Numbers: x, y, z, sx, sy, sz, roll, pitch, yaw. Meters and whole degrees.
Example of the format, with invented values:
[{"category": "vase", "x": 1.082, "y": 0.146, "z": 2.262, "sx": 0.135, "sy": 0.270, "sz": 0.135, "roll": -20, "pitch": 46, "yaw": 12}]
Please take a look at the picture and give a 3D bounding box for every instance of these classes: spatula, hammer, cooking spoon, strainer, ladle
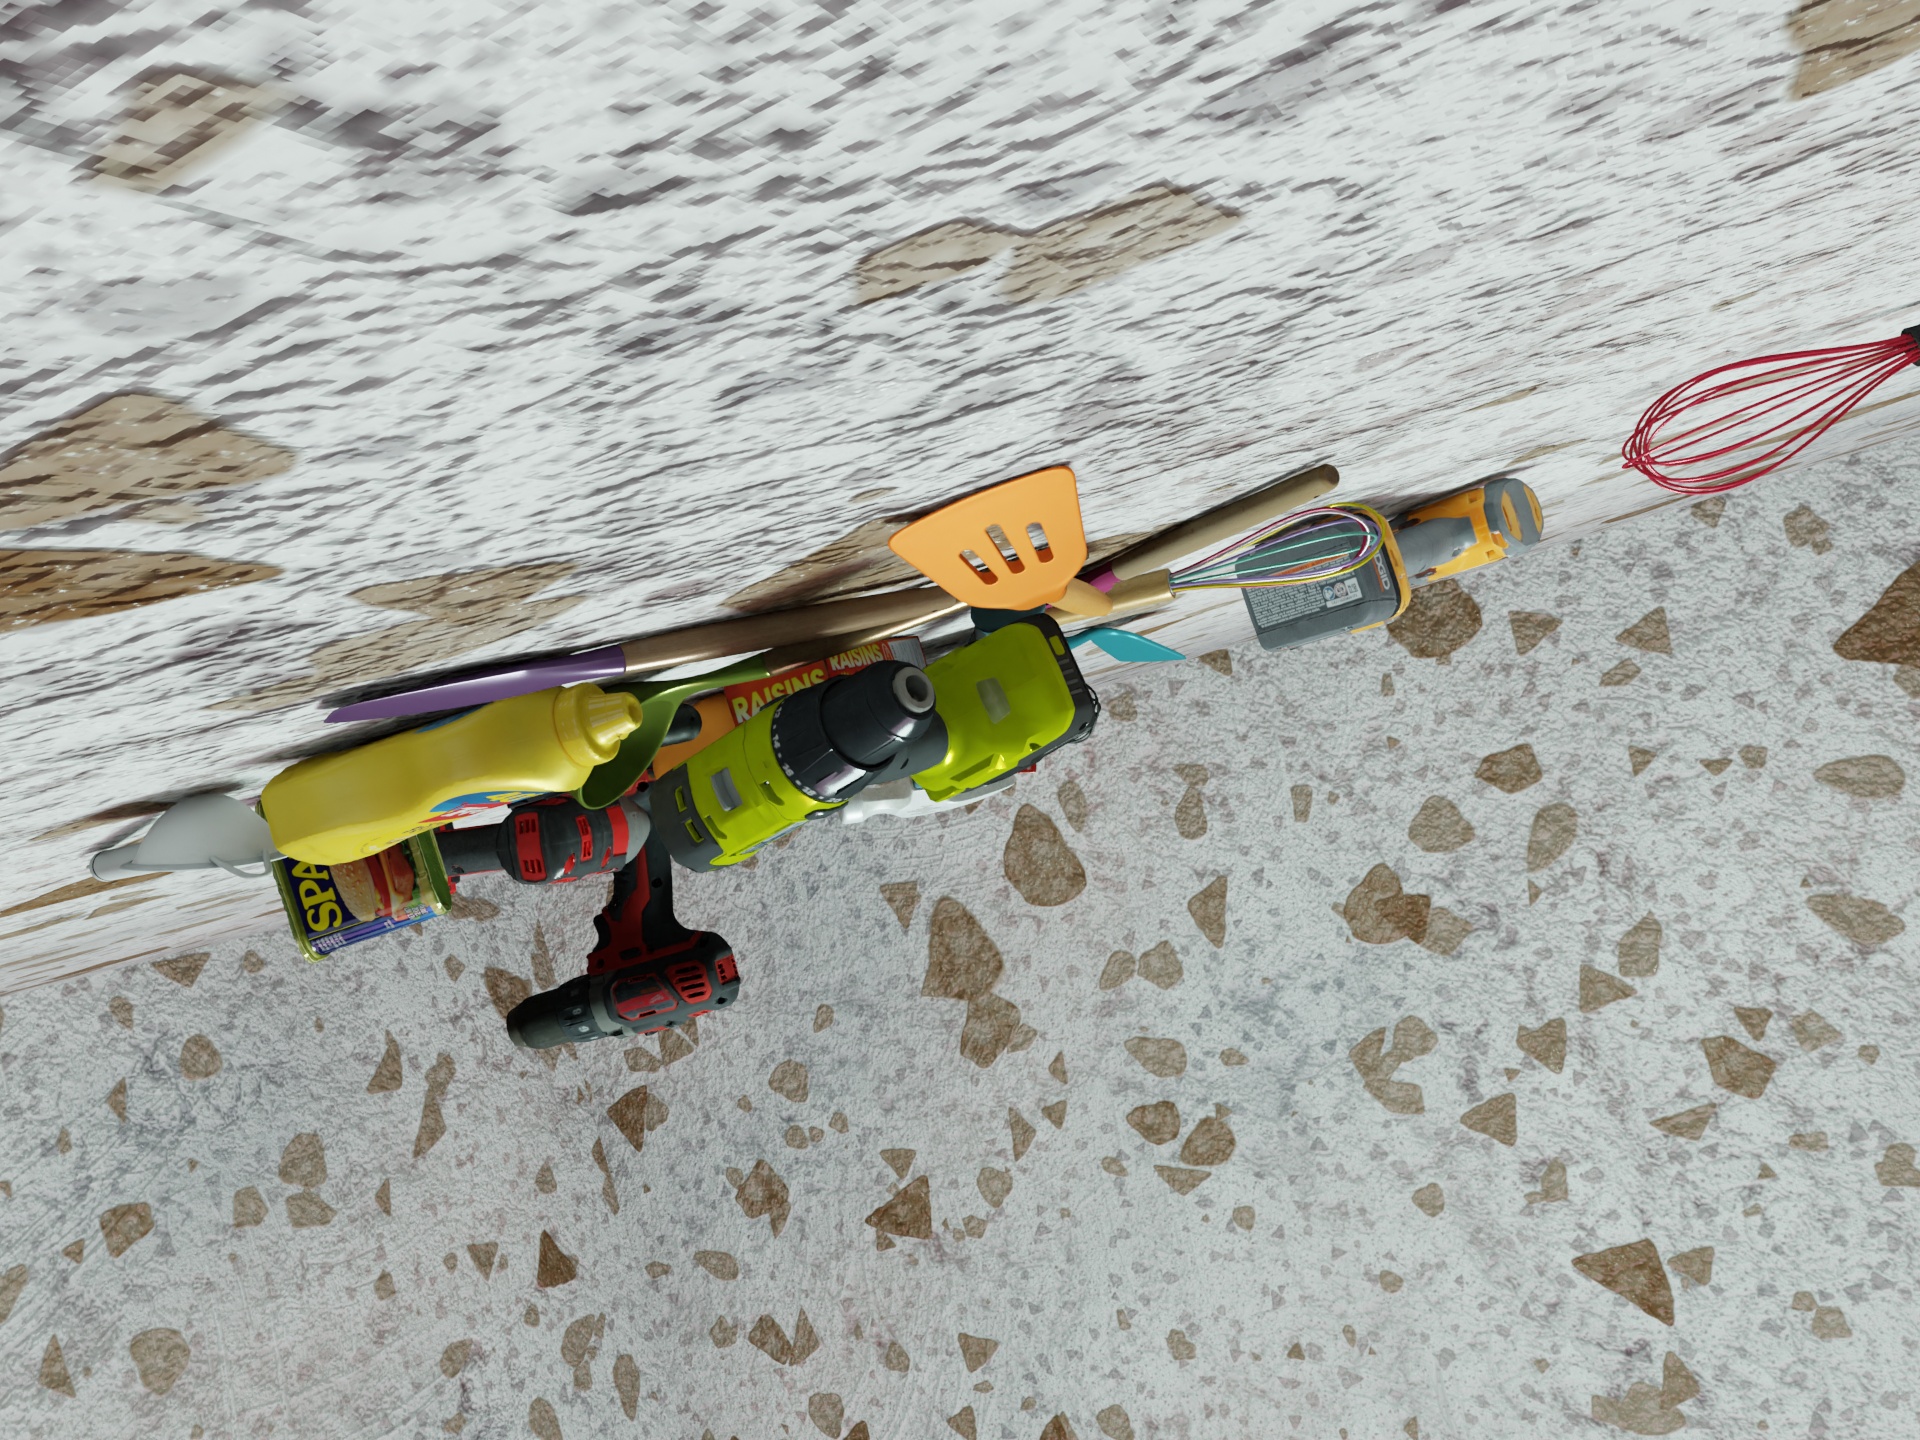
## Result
[{"category": "spatula", "x": -0.139, "y": -0.033, "z": 0.759, "sx": 0.316, "sy": 0.018, "sz": 0.060, "roll": -14, "pitch": 178, "yaw": -29}, {"category": "spatula", "x": 0.046, "y": -0.073, "z": 0.782, "sx": 0.081, "sy": 0.041, "sz": 0.322, "roll": -21, "pitch": 177, "yaw": 12}, {"category": "hammer", "x": -0.002, "y": -0.003, "z": 1.092, "sx": 0.128, "sy": 0.033, "sz": 0.330, "roll": -7, "pitch": 158, "yaw": -15}, {"category": "cooking spoon", "x": 0.112, "y": -0.099, "z": 0.959, "sx": 0.068, "sy": 0.017, "sz": 0.319, "roll": -16, "pitch": 178, "yaw": -33}, {"category": "strainer", "x": -0.445, "y": 0.072, "z": 0.890, "sx": 0.258, "sy": 0.050, "sz": 0.086, "roll": -11, "pitch": 176, "yaw": 45}, {"category": "ladle", "x": -0.078, "y": -0.028, "z": 0.872, "sx": 0.320, "sy": 0.062, "sz": 0.078, "roll": -19, "pitch": 172, "yaw": 11}, {"category": "spatula", "x": 0.079, "y": -0.055, "z": 1.455, "sx": 0.317, "sy": 0.044, "sz": 0.082, "roll": -12, "pitch": -172, "yaw": -43}]

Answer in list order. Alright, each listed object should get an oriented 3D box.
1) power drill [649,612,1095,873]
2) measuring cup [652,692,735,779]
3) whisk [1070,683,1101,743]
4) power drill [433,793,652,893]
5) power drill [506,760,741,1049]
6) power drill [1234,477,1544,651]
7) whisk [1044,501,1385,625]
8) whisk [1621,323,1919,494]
[{"category": "power drill", "x": -0.031, "y": 0.005, "z": 0.857, "sx": 0.190, "sy": 0.080, "sz": 0.228, "roll": -30, "pitch": 172, "yaw": 41}, {"category": "measuring cup", "x": -0.145, "y": 0.002, "z": 1.137, "sx": 0.173, "sy": 0.052, "sz": 0.095, "roll": -36, "pitch": 161, "yaw": -37}, {"category": "whisk", "x": 0.031, "y": -0.017, "z": 1.378, "sx": 0.055, "sy": 0.055, "sz": 0.239, "roll": -14, "pitch": -165, "yaw": -41}, {"category": "power drill", "x": -0.335, "y": 0.090, "z": 1.144, "sx": 0.220, "sy": 0.078, "sz": 0.143, "roll": -8, "pitch": -179, "yaw": 21}, {"category": "power drill", "x": -0.287, "y": 0.140, "z": 1.240, "sx": 0.188, "sy": 0.227, "sz": 0.080, "roll": -17, "pitch": 177, "yaw": 10}, {"category": "power drill", "x": 0.304, "y": -0.116, "z": 1.200, "sx": 0.226, "sy": 0.084, "sz": 0.185, "roll": -20, "pitch": -178, "yaw": -39}, {"category": "whisk", "x": 0.163, "y": -0.100, "z": 1.069, "sx": 0.245, "sy": 0.047, "sz": 0.051, "roll": -13, "pitch": -179, "yaw": 22}, {"category": "whisk", "x": 0.525, "y": -0.205, "z": 0.910, "sx": 0.296, "sy": 0.073, "sz": 0.073, "roll": -23, "pitch": 176, "yaw": 12}]
